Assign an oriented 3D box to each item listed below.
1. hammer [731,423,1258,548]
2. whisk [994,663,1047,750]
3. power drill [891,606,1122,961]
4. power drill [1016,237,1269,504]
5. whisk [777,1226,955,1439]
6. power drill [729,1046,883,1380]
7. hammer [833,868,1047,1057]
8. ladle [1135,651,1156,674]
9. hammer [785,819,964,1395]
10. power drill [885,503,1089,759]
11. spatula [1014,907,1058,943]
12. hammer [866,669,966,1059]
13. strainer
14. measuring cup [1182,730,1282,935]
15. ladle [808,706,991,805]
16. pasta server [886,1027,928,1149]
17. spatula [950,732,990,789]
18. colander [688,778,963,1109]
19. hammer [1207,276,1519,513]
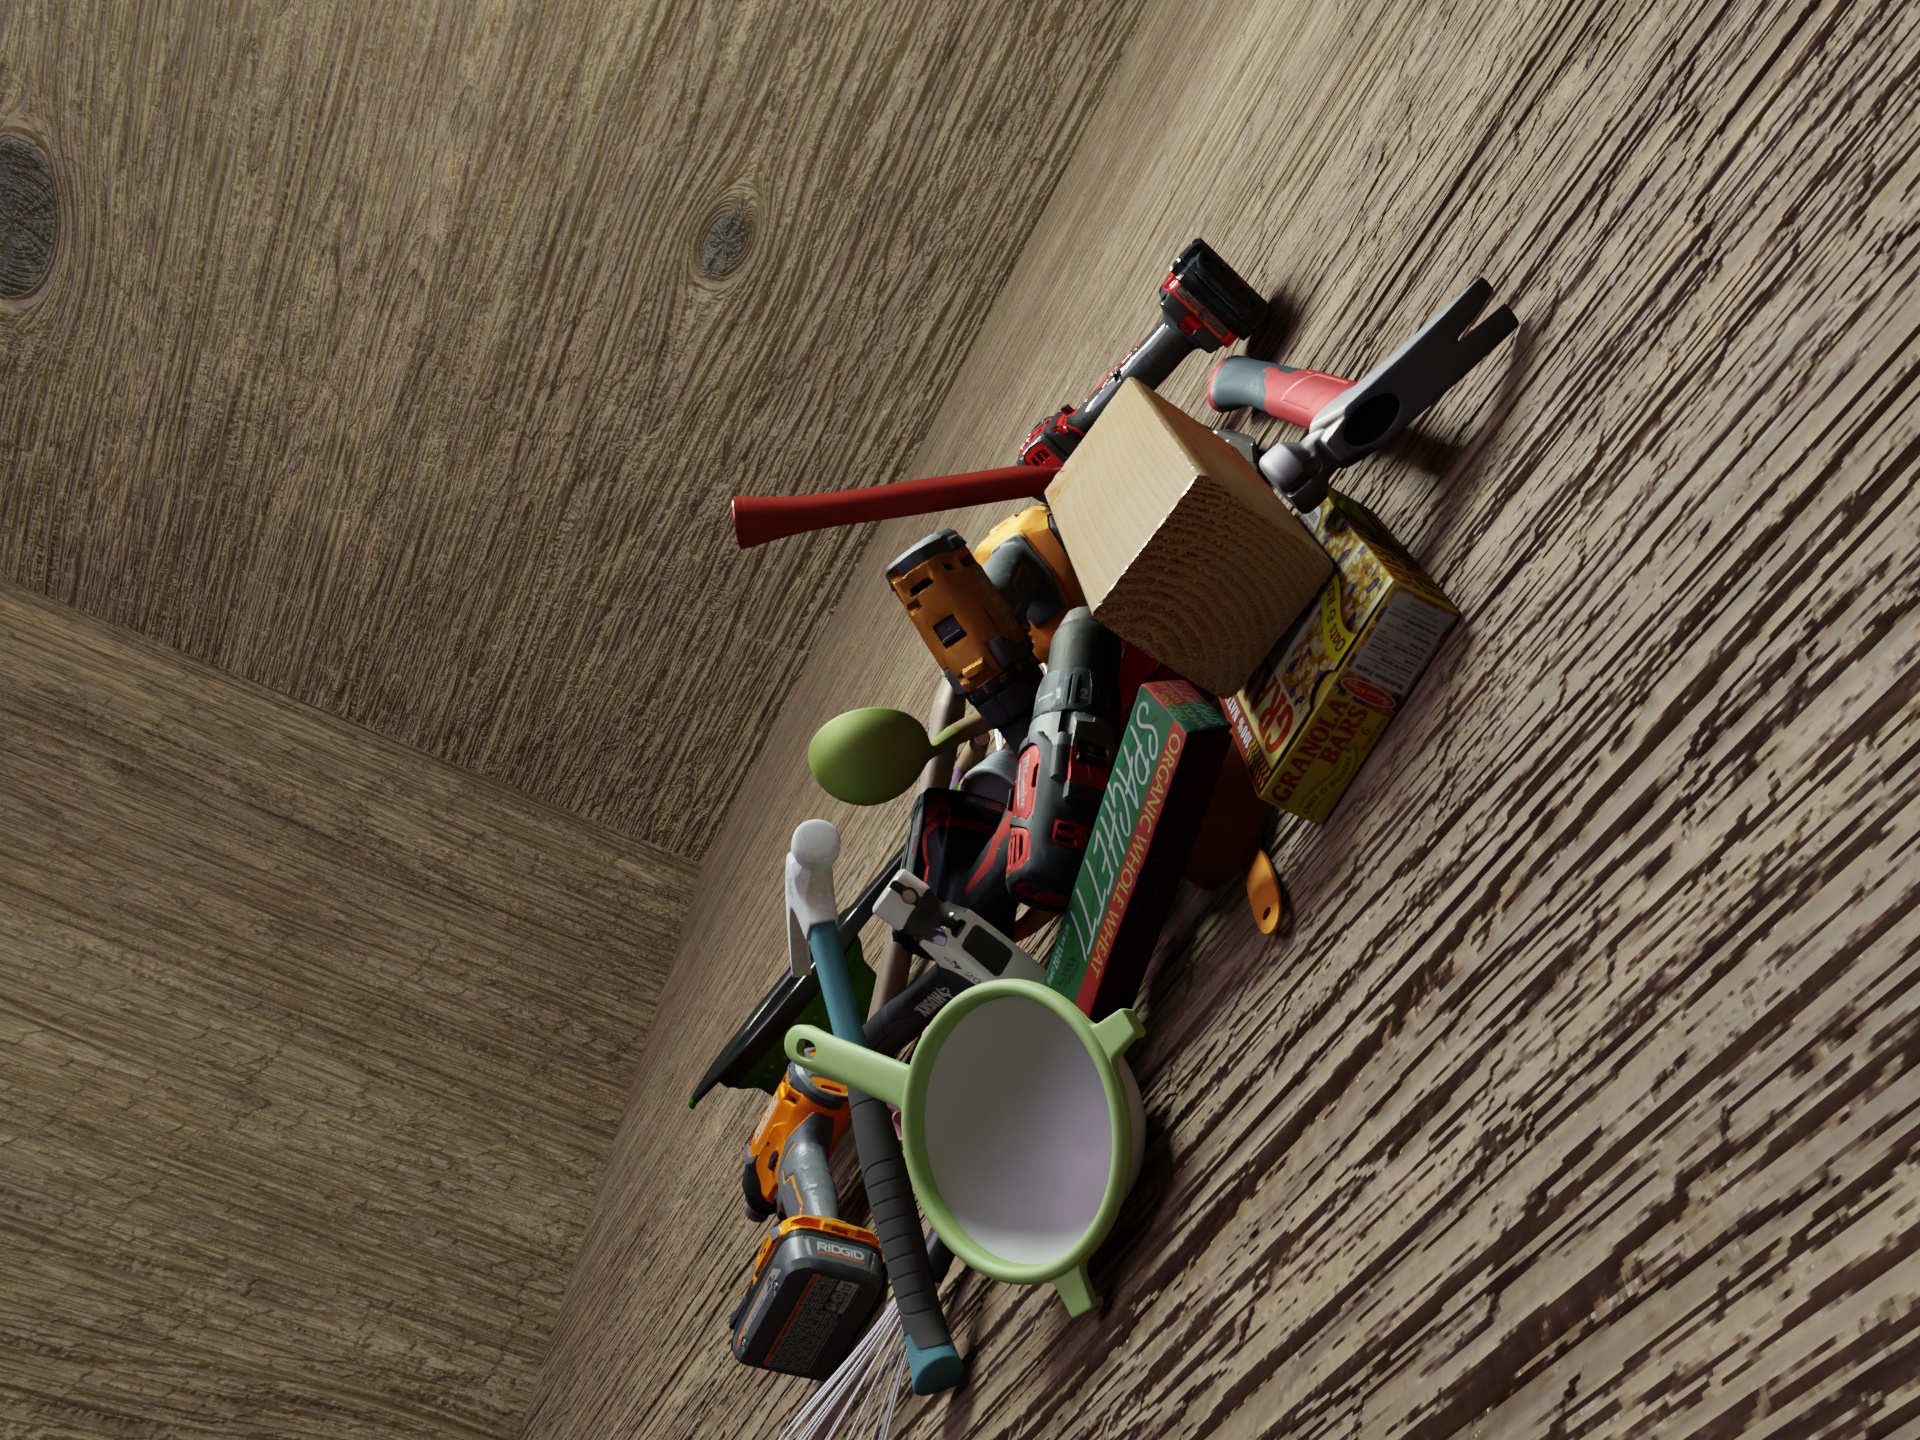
[{"bbox_3d":[0.021,-0.161,1.106,0.149,0.359,0.036,-108,10,-73],"label":"hammer"},{"bbox_3d":[0.038,0.047,1.294,0.058,0.059,0.247,-10,51,28],"label":"whisk"},{"bbox_3d":[0.037,0.049,0.994,0.226,0.080,0.188,132,151,-59],"label":"power drill"},{"bbox_3d":[0.133,-0.264,1.232,0.219,0.078,0.143,-45,6,19],"label":"power drill"},{"bbox_3d":[-0.039,0.374,0.973,0.284,0.070,0.070,-62,11,-3],"label":"whisk"},{"bbox_3d":[-0.125,0.381,1.210,0.164,0.084,0.227,-63,19,23],"label":"power drill"},{"bbox_3d":[-0.026,0.196,1.062,0.035,0.146,0.334,-55,1,-28],"label":"hammer"},{"bbox_3d":[0.116,-0.010,1.105,0.315,0.031,0.069,-62,8,10],"label":"ladle"},{"bbox_3d":[-0.056,0.233,0.962,0.128,0.033,0.331,109,147,-61],"label":"hammer"},{"bbox_3d":[0.050,-0.063,1.162,0.084,0.185,0.226,-33,0,27],"label":"power drill"},{"bbox_3d":[0.069,0.124,1.056,0.322,0.041,0.081,-49,21,44],"label":"spatula"},{"bbox_3d":[-0.037,0.123,1.268,0.146,0.038,0.410,-78,0,-84],"label":"hammer"},{"bbox_3d":[0.007,0.205,0.864,0.256,0.069,0.151,9,90,45],"label":"strainer"},{"bbox_3d":[0.129,0.058,0.828,0.095,0.052,0.174,-62,10,19],"label":"measuring cup"},{"bbox_3d":[-0.002,-0.004,1.141,0.078,0.062,0.320,-44,-9,29],"label":"ladle"},{"bbox_3d":[-0.020,0.205,1.255,0.060,0.040,0.316,-42,23,42],"label":"pasta server"},{"bbox_3d":[0.008,0.033,1.408,0.316,0.018,0.060,115,179,-82],"label":"spatula"},{"bbox_3d":[-0.076,0.211,1.395,0.397,0.094,0.204,-49,2,10],"label":"colander"},{"bbox_3d":[0.216,-0.211,0.975,0.143,0.038,0.386,-41,12,10],"label":"hammer"}]
